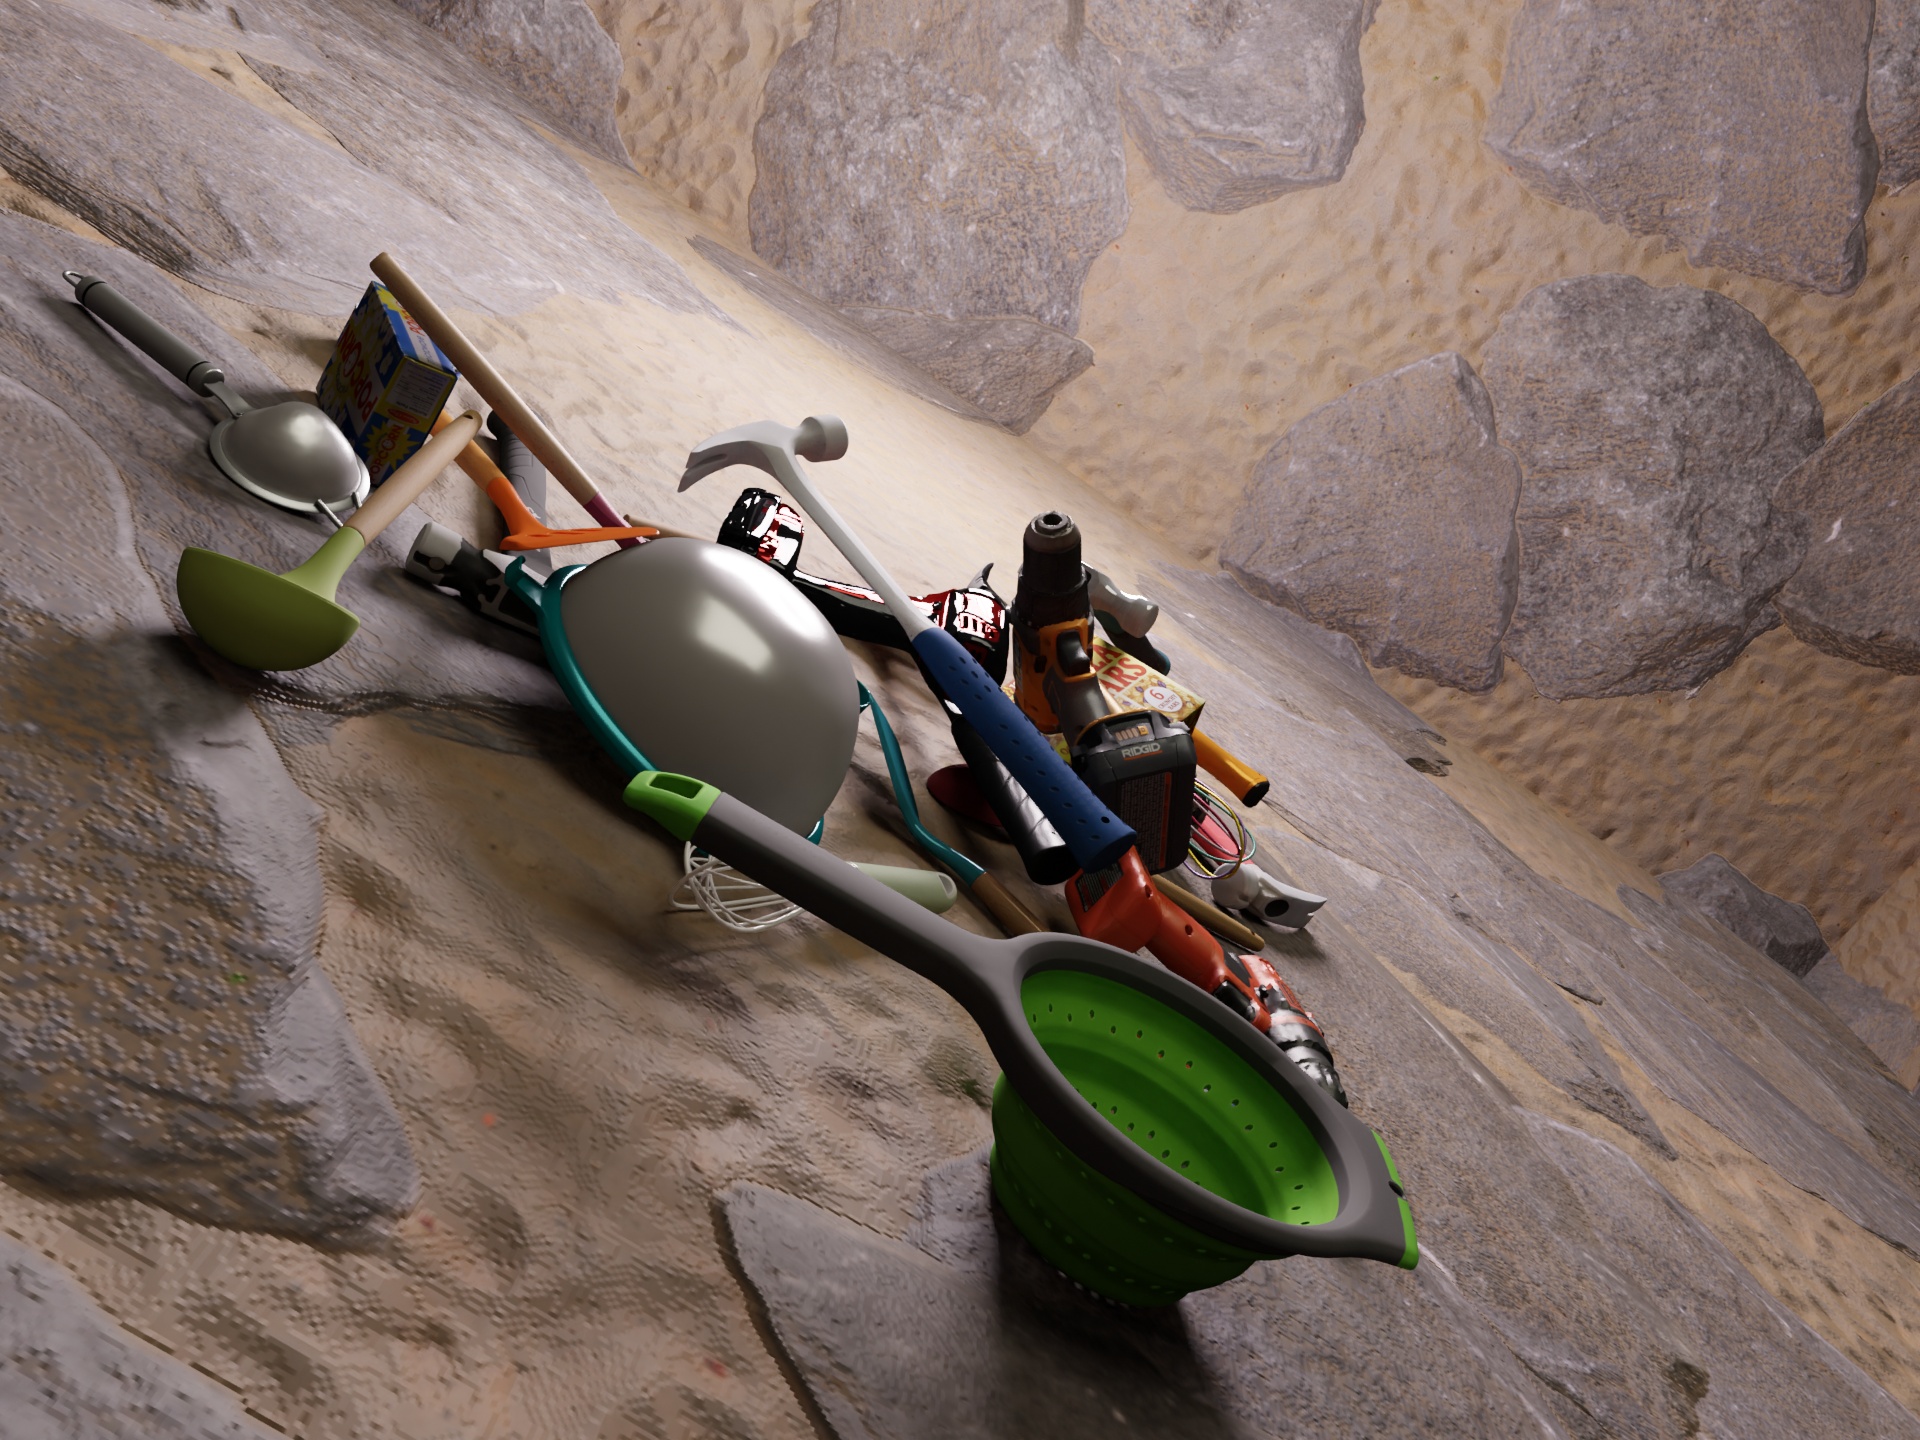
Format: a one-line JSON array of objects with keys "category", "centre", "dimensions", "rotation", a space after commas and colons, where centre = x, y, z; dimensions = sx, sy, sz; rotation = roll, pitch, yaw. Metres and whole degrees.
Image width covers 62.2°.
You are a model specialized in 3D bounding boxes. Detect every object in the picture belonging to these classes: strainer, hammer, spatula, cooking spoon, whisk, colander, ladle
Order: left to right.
[{"category": "strainer", "centre": [-0.425, -0.191, 0.906], "dimensions": [0.258, 0.050, 0.087], "rotation": [36, 30, 13]}, {"category": "ladle", "centre": [-0.299, -0.113, 0.814], "dimensions": [0.078, 0.062, 0.320], "rotation": [22, 28, -8]}, {"category": "spatula", "centre": [-0.286, -0.158, 0.958], "dimensions": [0.081, 0.041, 0.323], "rotation": [-12, 37, -34]}, {"category": "hammer", "centre": [-0.284, -0.141, 1.052], "dimensions": [0.146, 0.035, 0.335], "rotation": [26, 18, -27]}, {"category": "cooking spoon", "centre": [-0.249, -0.158, 0.993], "dimensions": [0.318, 0.017, 0.069], "rotation": [51, -2, -23]}, {"category": "strainer", "centre": [-0.102, -0.033, 0.940], "dimensions": [0.211, 0.095, 0.340], "rotation": [52, 17, 10]}, {"category": "spatula", "centre": [-0.133, -0.114, 1.279], "dimensions": [0.315, 0.060, 0.018], "rotation": [16, 63, -41]}, {"category": "whisk", "centre": [-0.067, 0.086, 0.835], "dimensions": [0.246, 0.059, 0.058], "rotation": [16, 44, -61]}, {"category": "hammer", "centre": [-0.033, -0.060, 1.034], "dimensions": [0.144, 0.035, 0.406], "rotation": [-17, 57, -41]}, {"category": "hammer", "centre": [-0.002, -0.004, 1.144], "dimensions": [0.149, 0.036, 0.409], "rotation": [9, 24, -23]}, {"category": "colander", "centre": [0.010, 0.154, 0.719], "dimensions": [0.397, 0.094, 0.204], "rotation": [30, 17, -4]}, {"category": "spatula", "centre": [0.037, 0.108, 0.980], "dimensions": [0.318, 0.044, 0.082], "rotation": [44, -9, 21]}, {"category": "ladle", "centre": [0.110, 0.105, 1.171], "dimensions": [0.315, 0.031, 0.069], "rotation": [30, 19, -25]}, {"category": "hammer", "centre": [0.144, -0.027, 1.454], "dimensions": [0.336, 0.034, 0.127], "rotation": [35, 15, -11]}, {"category": "hammer", "centre": [0.134, -0.081, 1.350], "dimensions": [0.128, 0.033, 0.330], "rotation": [34, 1, 19]}, {"category": "hammer", "centre": [0.174, 0.046, 1.442], "dimensions": [0.143, 0.038, 0.387], "rotation": [20, 22, -46]}, {"category": "whisk", "centre": [0.145, 0.030, 1.186], "dimensions": [0.245, 0.051, 0.047], "rotation": [-125, -161, -45]}]

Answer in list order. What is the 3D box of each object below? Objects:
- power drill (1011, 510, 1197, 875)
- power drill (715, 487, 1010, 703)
[{"category": "power drill", "centre": [0.090, -0.022, 1.117], "dimensions": [0.084, 0.185, 0.226], "rotation": [-13, 44, -10]}, {"category": "power drill", "centre": [-0.069, -0.087, 1.147], "dimensions": [0.219, 0.078, 0.143], "rotation": [19, 24, -5]}]
